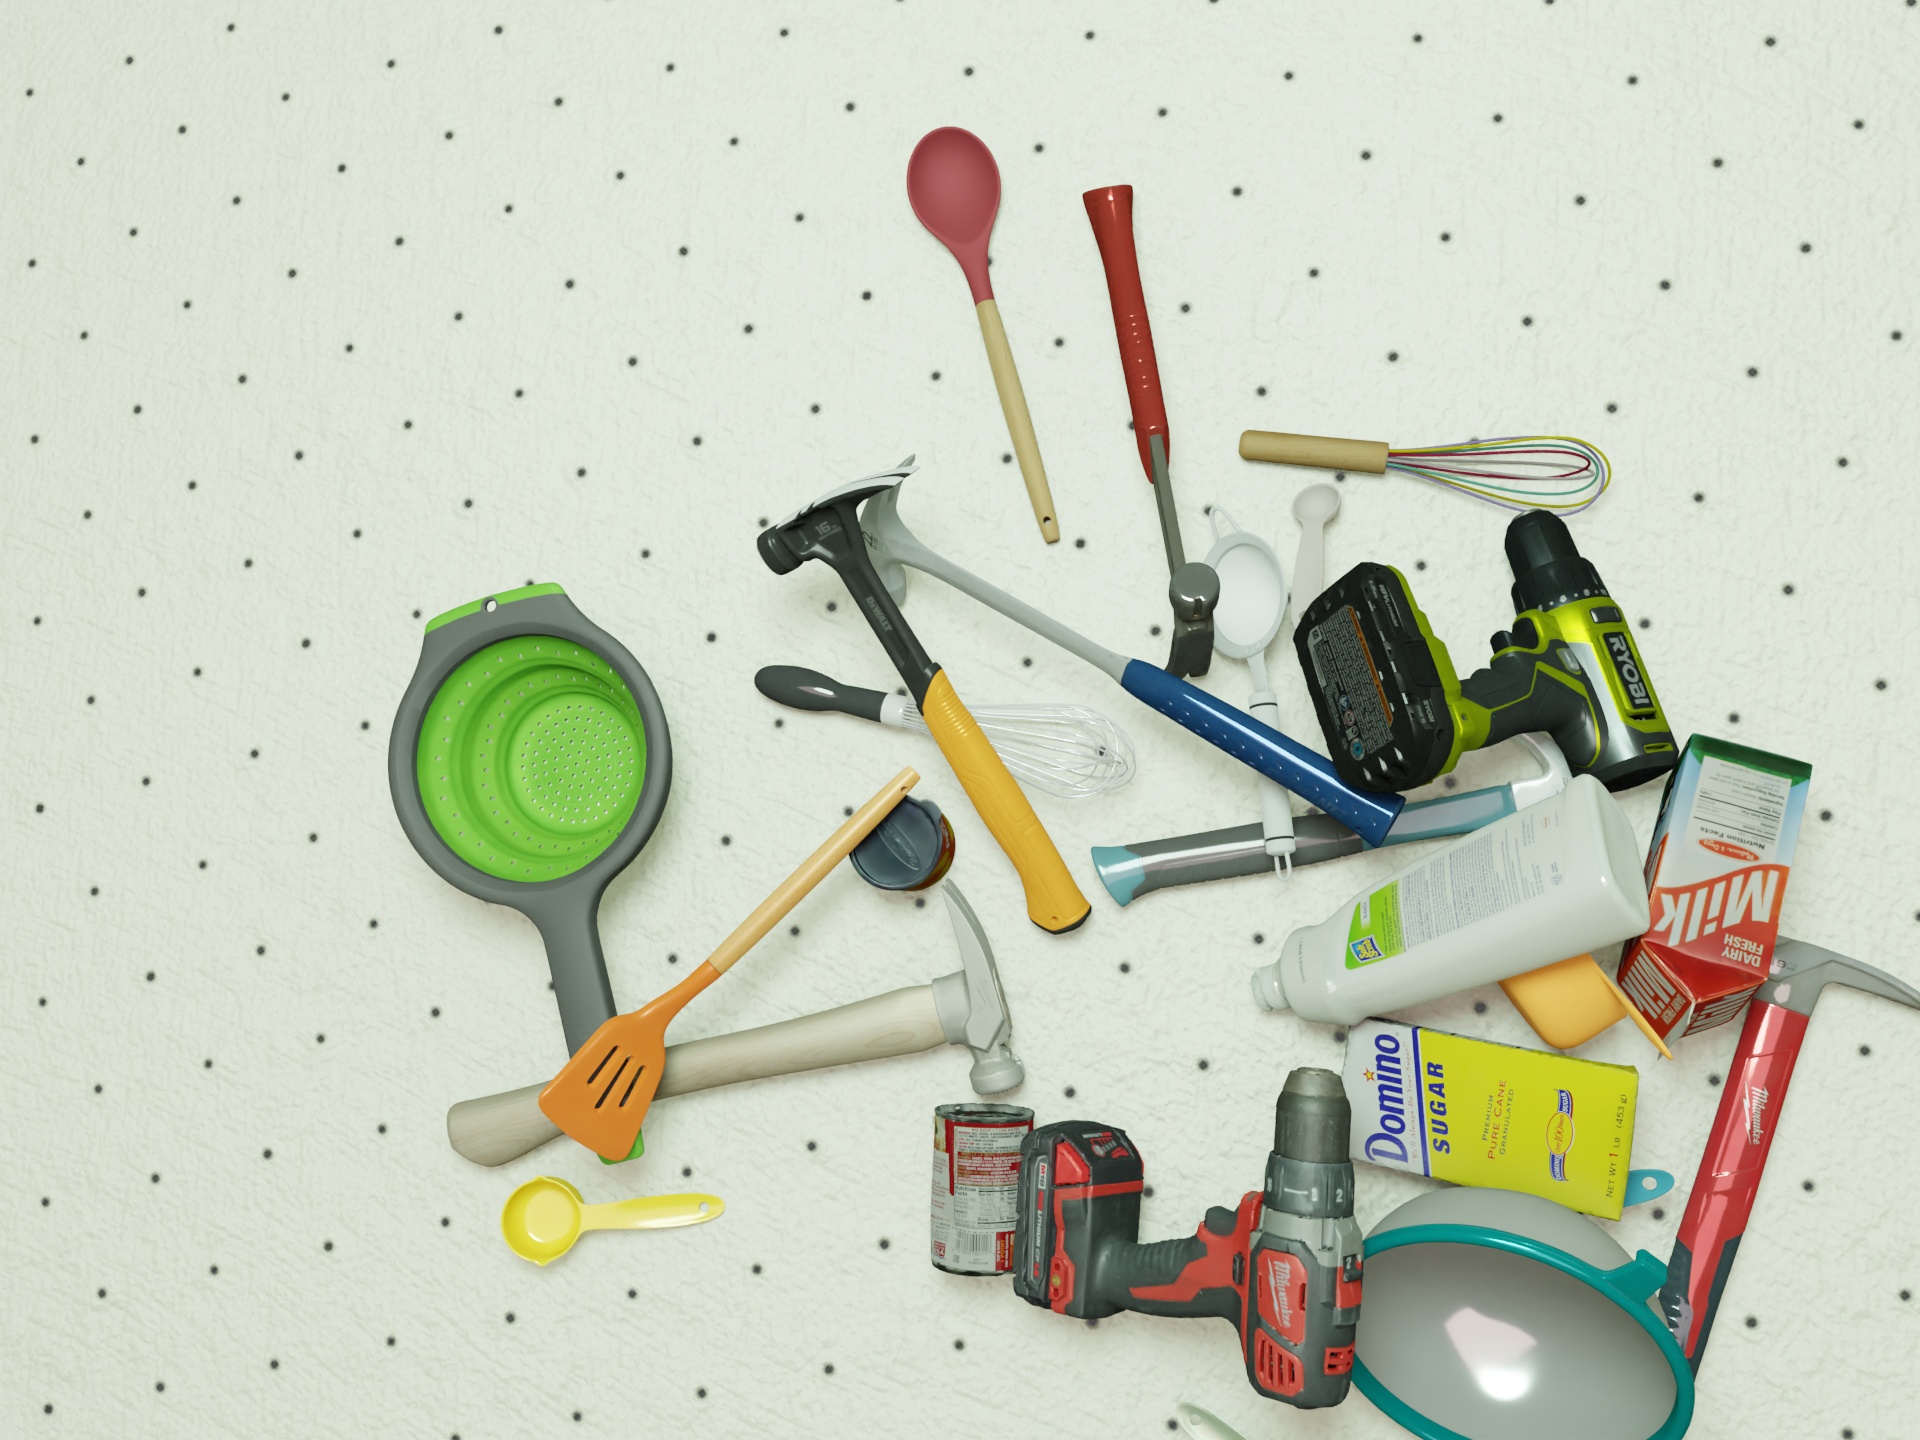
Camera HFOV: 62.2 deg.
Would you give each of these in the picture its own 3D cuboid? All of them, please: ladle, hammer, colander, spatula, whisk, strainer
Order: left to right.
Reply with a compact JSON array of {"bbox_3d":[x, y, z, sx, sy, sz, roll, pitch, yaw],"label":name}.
[{"bbox_3d":[-0.270,0.107,1.120,0.204,0.094,0.397,-16,83,8],"label":"colander"},{"bbox_3d":[-0.169,0.228,1.107,0.410,0.038,0.146,-15,93,9],"label":"hammer"},{"bbox_3d":[-0.141,0.150,1.049,0.322,0.041,0.081,-44,122,-4],"label":"spatula"},{"bbox_3d":[-0.015,0.001,1.112,0.285,0.070,0.070,13,86,16],"label":"whisk"},{"bbox_3d":[-0.002,-0.003,1.050,0.127,0.034,0.336,-22,105,37],"label":"hammer"},{"bbox_3d":[0.026,-0.278,1.150,0.069,0.031,0.315,-16,83,10],"label":"ladle"},{"bbox_3d":[0.099,-0.039,1.032,0.406,0.144,0.035,31,60,17],"label":"hammer"},{"bbox_3d":[0.129,-0.210,1.096,0.036,0.149,0.359,-8,70,2],"label":"hammer"},{"bbox_3d":[0.202,-0.020,1.065,0.050,0.087,0.259,5,73,-31],"label":"strainer"},{"bbox_3d":[0.253,0.078,1.065,0.331,0.033,0.128,-10,82,8],"label":"hammer"},{"bbox_3d":[0.279,0.354,0.999,0.340,0.095,0.210,1,122,31],"label":"strainer"},{"bbox_3d":[0.313,-0.180,1.082,0.245,0.047,0.051,8,67,14],"label":"whisk"},{"bbox_3d":[0.484,0.327,0.994,0.143,0.038,0.386,19,87,10],"label":"hammer"}]

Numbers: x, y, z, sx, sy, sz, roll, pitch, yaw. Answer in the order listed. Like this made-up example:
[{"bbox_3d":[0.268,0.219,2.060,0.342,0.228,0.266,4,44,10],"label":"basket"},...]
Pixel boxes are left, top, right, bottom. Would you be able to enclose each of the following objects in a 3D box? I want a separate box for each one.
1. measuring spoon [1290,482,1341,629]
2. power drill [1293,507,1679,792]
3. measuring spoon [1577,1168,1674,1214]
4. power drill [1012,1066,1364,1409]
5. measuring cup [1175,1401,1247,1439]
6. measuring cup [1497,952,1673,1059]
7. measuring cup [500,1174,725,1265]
[{"bbox_3d":[0.239,-0.108,1.077,0.034,0.018,0.124,-5,57,29],"label":"measuring spoon"},{"bbox_3d":[0.328,-0.044,0.995,0.228,0.080,0.191,-4,68,-26],"label":"power drill"},{"bbox_3d":[0.387,0.304,1.011,0.128,0.021,0.042,-19,79,19],"label":"measuring spoon"},{"bbox_3d":[0.143,0.298,0.977,0.227,0.080,0.188,-1,82,44],"label":"power drill"},{"bbox_3d":[0.210,0.490,1.022,0.168,0.038,0.083,34,90,14],"label":"measuring cup"},{"bbox_3d":[0.373,0.175,0.967,0.052,0.174,0.095,-35,103,8],"label":"measuring cup"},{"bbox_3d":[-0.244,0.348,1.126,0.156,0.029,0.062,-4,83,-3],"label":"measuring cup"}]
